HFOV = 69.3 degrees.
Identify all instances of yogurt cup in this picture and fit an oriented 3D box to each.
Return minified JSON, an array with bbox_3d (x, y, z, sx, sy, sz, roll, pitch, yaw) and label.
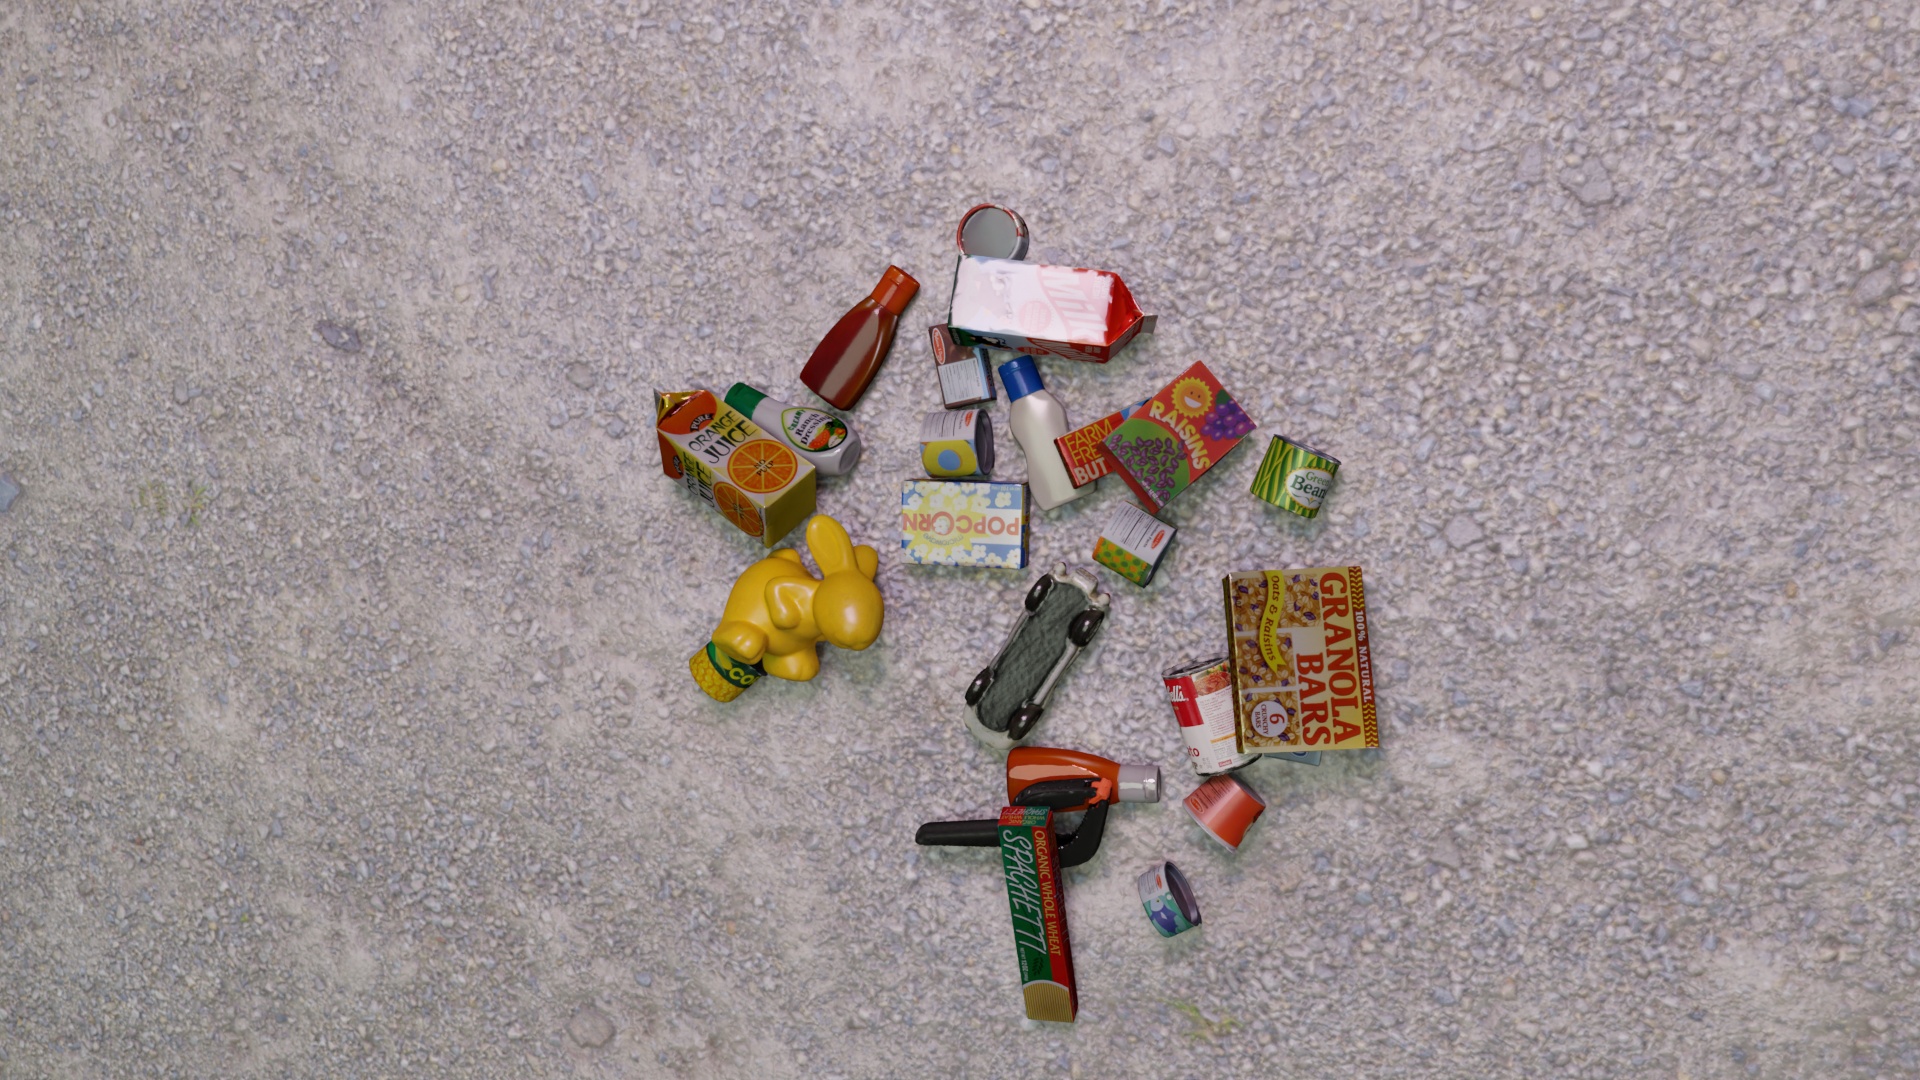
[{"bbox_3d":[0.254,0.254,1.325,0.072,0.072,0.054,42,97,8],"label":"yogurt cup"}]

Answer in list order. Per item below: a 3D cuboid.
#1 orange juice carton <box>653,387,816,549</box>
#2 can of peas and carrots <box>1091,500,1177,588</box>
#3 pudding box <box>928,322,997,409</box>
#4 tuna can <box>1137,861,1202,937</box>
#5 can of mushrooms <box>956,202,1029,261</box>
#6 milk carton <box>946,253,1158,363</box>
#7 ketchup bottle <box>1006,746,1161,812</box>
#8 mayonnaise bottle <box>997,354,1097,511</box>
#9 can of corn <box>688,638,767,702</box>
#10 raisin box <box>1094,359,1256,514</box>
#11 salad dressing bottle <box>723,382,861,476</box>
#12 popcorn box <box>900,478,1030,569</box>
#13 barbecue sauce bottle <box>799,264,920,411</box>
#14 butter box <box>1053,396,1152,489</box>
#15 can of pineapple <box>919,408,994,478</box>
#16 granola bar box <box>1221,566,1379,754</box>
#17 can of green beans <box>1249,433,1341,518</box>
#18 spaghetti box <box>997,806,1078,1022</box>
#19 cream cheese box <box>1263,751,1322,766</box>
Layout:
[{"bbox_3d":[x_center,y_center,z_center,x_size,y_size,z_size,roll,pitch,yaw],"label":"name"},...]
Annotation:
[{"bbox_3d":[-0.240,-0.083,1.404,0.193,0.073,0.071,35,148,19],"label":"orange juice carton"},{"bbox_3d":[0.165,0.005,1.325,0.059,0.071,0.070,30,103,11],"label":"can of peas and carrots"},{"bbox_3d":[0.003,-0.175,1.370,0.049,0.030,0.083,-11,92,18],"label":"pudding box"},{"bbox_3d":[0.203,0.350,1.347,0.033,0.071,0.071,-30,87,17],"label":"tuna can"},{"bbox_3d":[0.029,-0.295,1.349,0.071,0.033,0.071,2,97,16],"label":"can of mushrooms"},{"bbox_3d":[0.089,-0.214,1.305,0.191,0.072,0.073,8,85,5],"label":"milk carton"},{"bbox_3d":[0.121,0.238,1.370,0.149,0.044,0.064,0,105,16],"label":"ketchup bottle"},{"bbox_3d":[0.080,-0.106,1.350,0.065,0.041,0.148,-22,88,10],"label":"mayonnaise bottle"},{"bbox_3d":[-0.239,0.129,1.448,0.058,0.071,0.071,-40,84,17],"label":"can of corn"},{"bbox_3d":[0.201,-0.096,1.293,0.123,0.040,0.086,-40,87,-8],"label":"raisin box"},{"bbox_3d":[-0.173,-0.116,1.414,0.148,0.043,0.064,27,60,18],"label":"salad dressing bottle"},{"bbox_3d":[0.005,-0.017,1.380,0.127,0.038,0.085,3,97,16],"label":"popcorn box"},{"bbox_3d":[-0.096,-0.205,1.388,0.065,0.044,0.148,38,103,9],"label":"barbecue sauce bottle"},{"bbox_3d":[0.144,-0.093,1.320,0.104,0.024,0.053,-24,89,-9],"label":"butter box"},{"bbox_3d":[-0.003,-0.093,1.361,0.058,0.071,0.071,-3,95,17],"label":"can of pineapple"},{"bbox_3d":[0.310,0.110,1.273,0.124,0.039,0.165,-3,81,0],"label":"granola bar box"},{"bbox_3d":[0.307,-0.059,1.276,0.071,0.071,0.057,25,102,12],"label":"can of green beans"},{"bbox_3d":[0.077,0.369,1.361,0.050,0.029,0.249,-1,116,16],"label":"spaghetti box"},{"bbox_3d":[0.322,0.158,1.315,0.053,0.024,0.103,9,98,15],"label":"cream cheese box"}]
